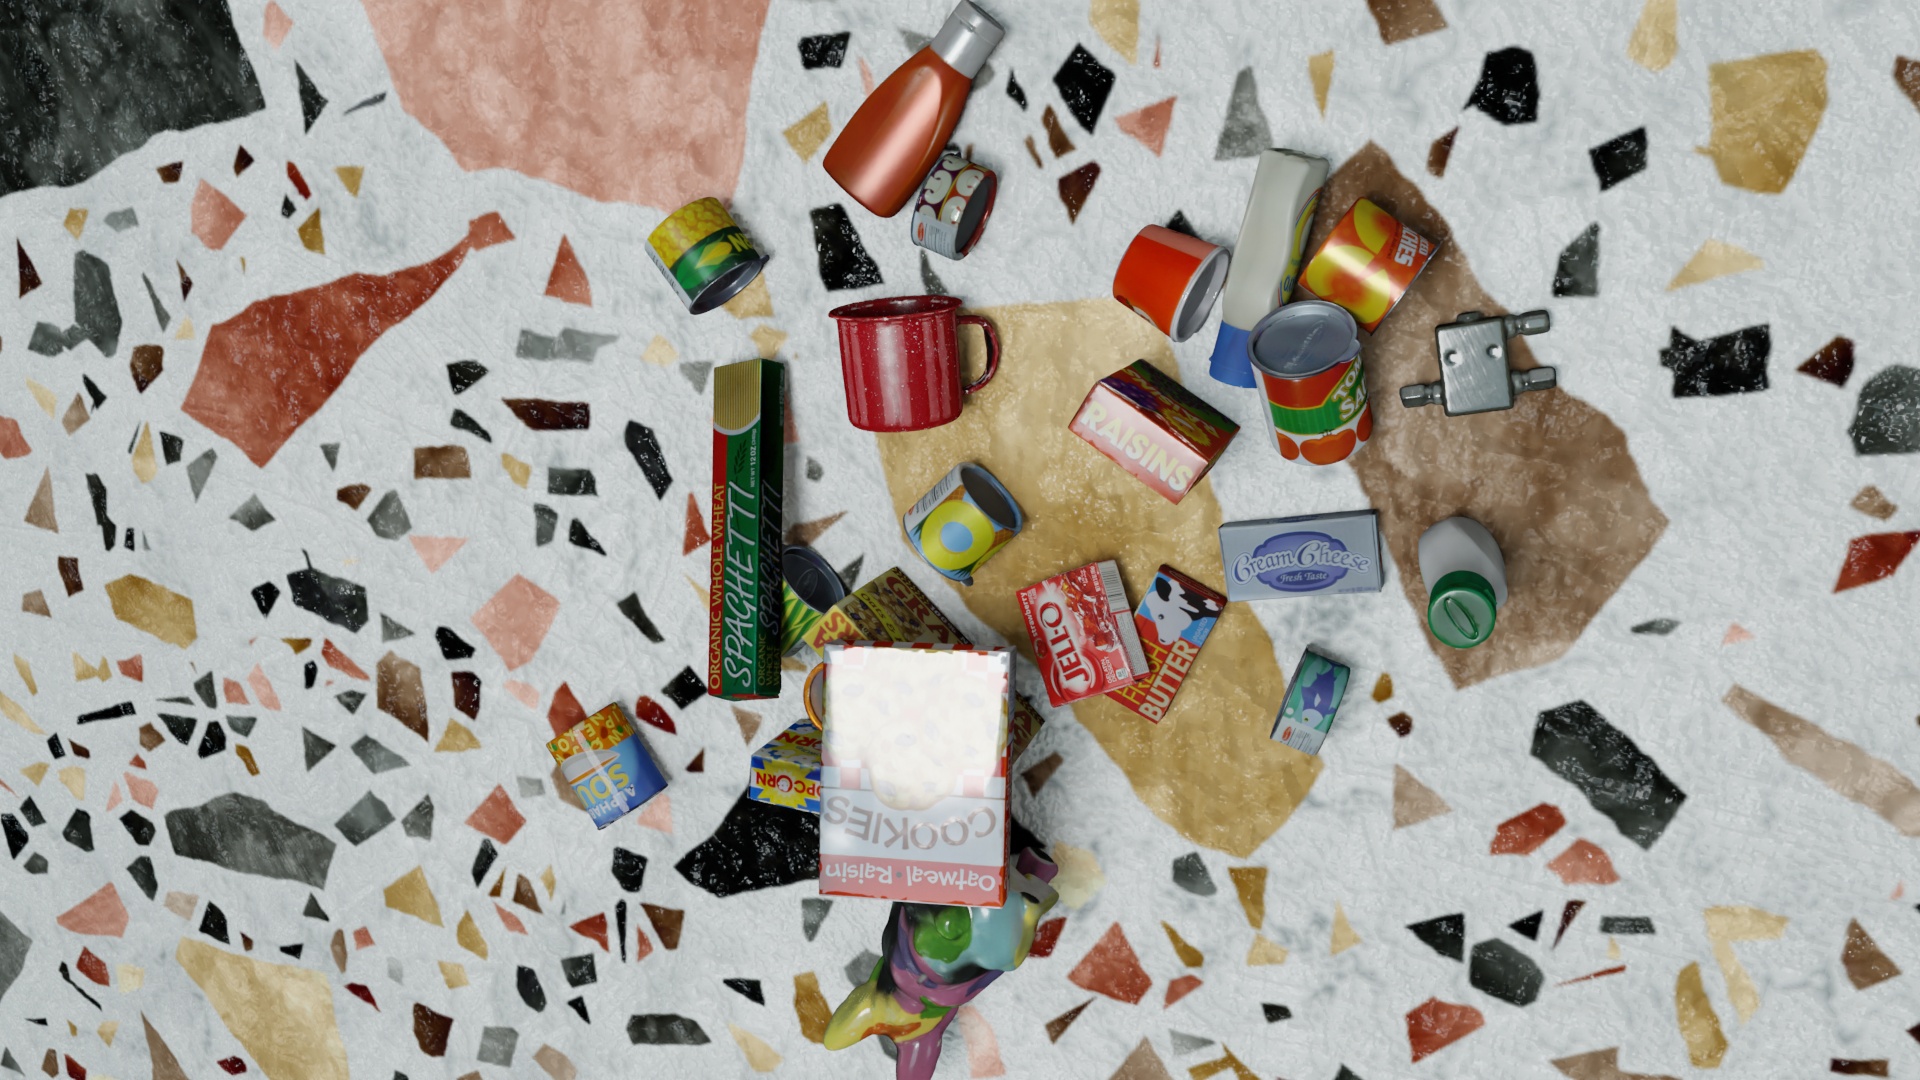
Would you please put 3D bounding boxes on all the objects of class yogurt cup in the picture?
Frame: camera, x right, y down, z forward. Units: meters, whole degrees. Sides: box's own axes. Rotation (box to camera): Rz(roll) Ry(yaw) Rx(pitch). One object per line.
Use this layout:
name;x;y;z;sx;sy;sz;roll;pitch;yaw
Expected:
yogurt cup;0.135;-0.170;0.903;0.054;0.072;0.072;31;112;19

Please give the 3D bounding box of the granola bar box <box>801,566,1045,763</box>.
granola bar box;-0.022;0.100;0.992;0.165;0.124;0.039;46;111;4

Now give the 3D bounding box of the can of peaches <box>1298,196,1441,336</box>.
can of peaches;0.252;-0.171;0.857;0.058;0.071;0.071;37;113;9

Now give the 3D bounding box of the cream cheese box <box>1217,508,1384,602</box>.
cream cheese box;0.229;0.011;0.934;0.104;0.024;0.053;-5;101;21

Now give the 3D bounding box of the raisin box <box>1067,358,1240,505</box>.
raisin box;0.128;-0.073;0.896;0.086;0.124;0.040;37;113;8

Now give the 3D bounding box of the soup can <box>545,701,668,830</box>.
soup can;-0.292;0.186;1.140;0.071;0.071;0.083;-32;91;24

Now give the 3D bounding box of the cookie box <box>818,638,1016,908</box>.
cookie box;-0.028;0.151;0.910;0.123;0.040;0.167;2;92;9

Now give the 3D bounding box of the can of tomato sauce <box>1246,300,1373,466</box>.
can of tomato sauce;0.221;-0.097;0.868;0.071;0.071;0.082;-5;140;21

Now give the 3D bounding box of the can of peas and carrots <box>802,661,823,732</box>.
can of peas and carrots;-0.079;0.115;1.052;0.071;0.059;0.070;5;105;19

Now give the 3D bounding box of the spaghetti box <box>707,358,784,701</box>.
spaghetti box;-0.156;-0.008;1.016;0.050;0.029;0.250;-6;80;35

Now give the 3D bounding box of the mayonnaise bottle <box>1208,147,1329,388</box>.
mayonnaise bottle;0.194;-0.172;0.883;0.041;0.065;0.147;20;113;21

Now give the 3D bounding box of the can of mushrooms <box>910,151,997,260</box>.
can of mushrooms;-0.003;-0.226;0.938;0.033;0.071;0.070;26;111;12

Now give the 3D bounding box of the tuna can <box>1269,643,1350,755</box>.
tuna can;0.236;0.107;0.935;0.033;0.071;0.070;22;110;12

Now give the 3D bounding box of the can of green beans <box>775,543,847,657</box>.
can of green beans;-0.129;0.046;1.050;0.057;0.071;0.071;-41;87;24

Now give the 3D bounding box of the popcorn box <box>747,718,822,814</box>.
popcorn box;-0.086;0.177;1.056;0.127;0.085;0.038;8;105;18

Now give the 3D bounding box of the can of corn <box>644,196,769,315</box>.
can of corn;-0.184;-0.208;1.008;0.071;0.071;0.058;-37;89;24

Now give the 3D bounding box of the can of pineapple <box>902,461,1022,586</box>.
can of pineapple;0.004;-0.012;0.988;0.057;0.071;0.071;-43;87;23

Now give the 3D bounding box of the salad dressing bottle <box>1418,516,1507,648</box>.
salad dressing bottle;0.305;0.026;0.843;0.044;0.148;0.064;-36;90;24

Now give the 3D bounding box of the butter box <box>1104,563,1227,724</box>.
butter box;0.142;0.074;0.981;0.053;0.024;0.103;29;111;12

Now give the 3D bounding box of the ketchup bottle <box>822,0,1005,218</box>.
ketchup bottle;-0.028;-0.294;0.941;0.065;0.044;0.148;43;113;4
